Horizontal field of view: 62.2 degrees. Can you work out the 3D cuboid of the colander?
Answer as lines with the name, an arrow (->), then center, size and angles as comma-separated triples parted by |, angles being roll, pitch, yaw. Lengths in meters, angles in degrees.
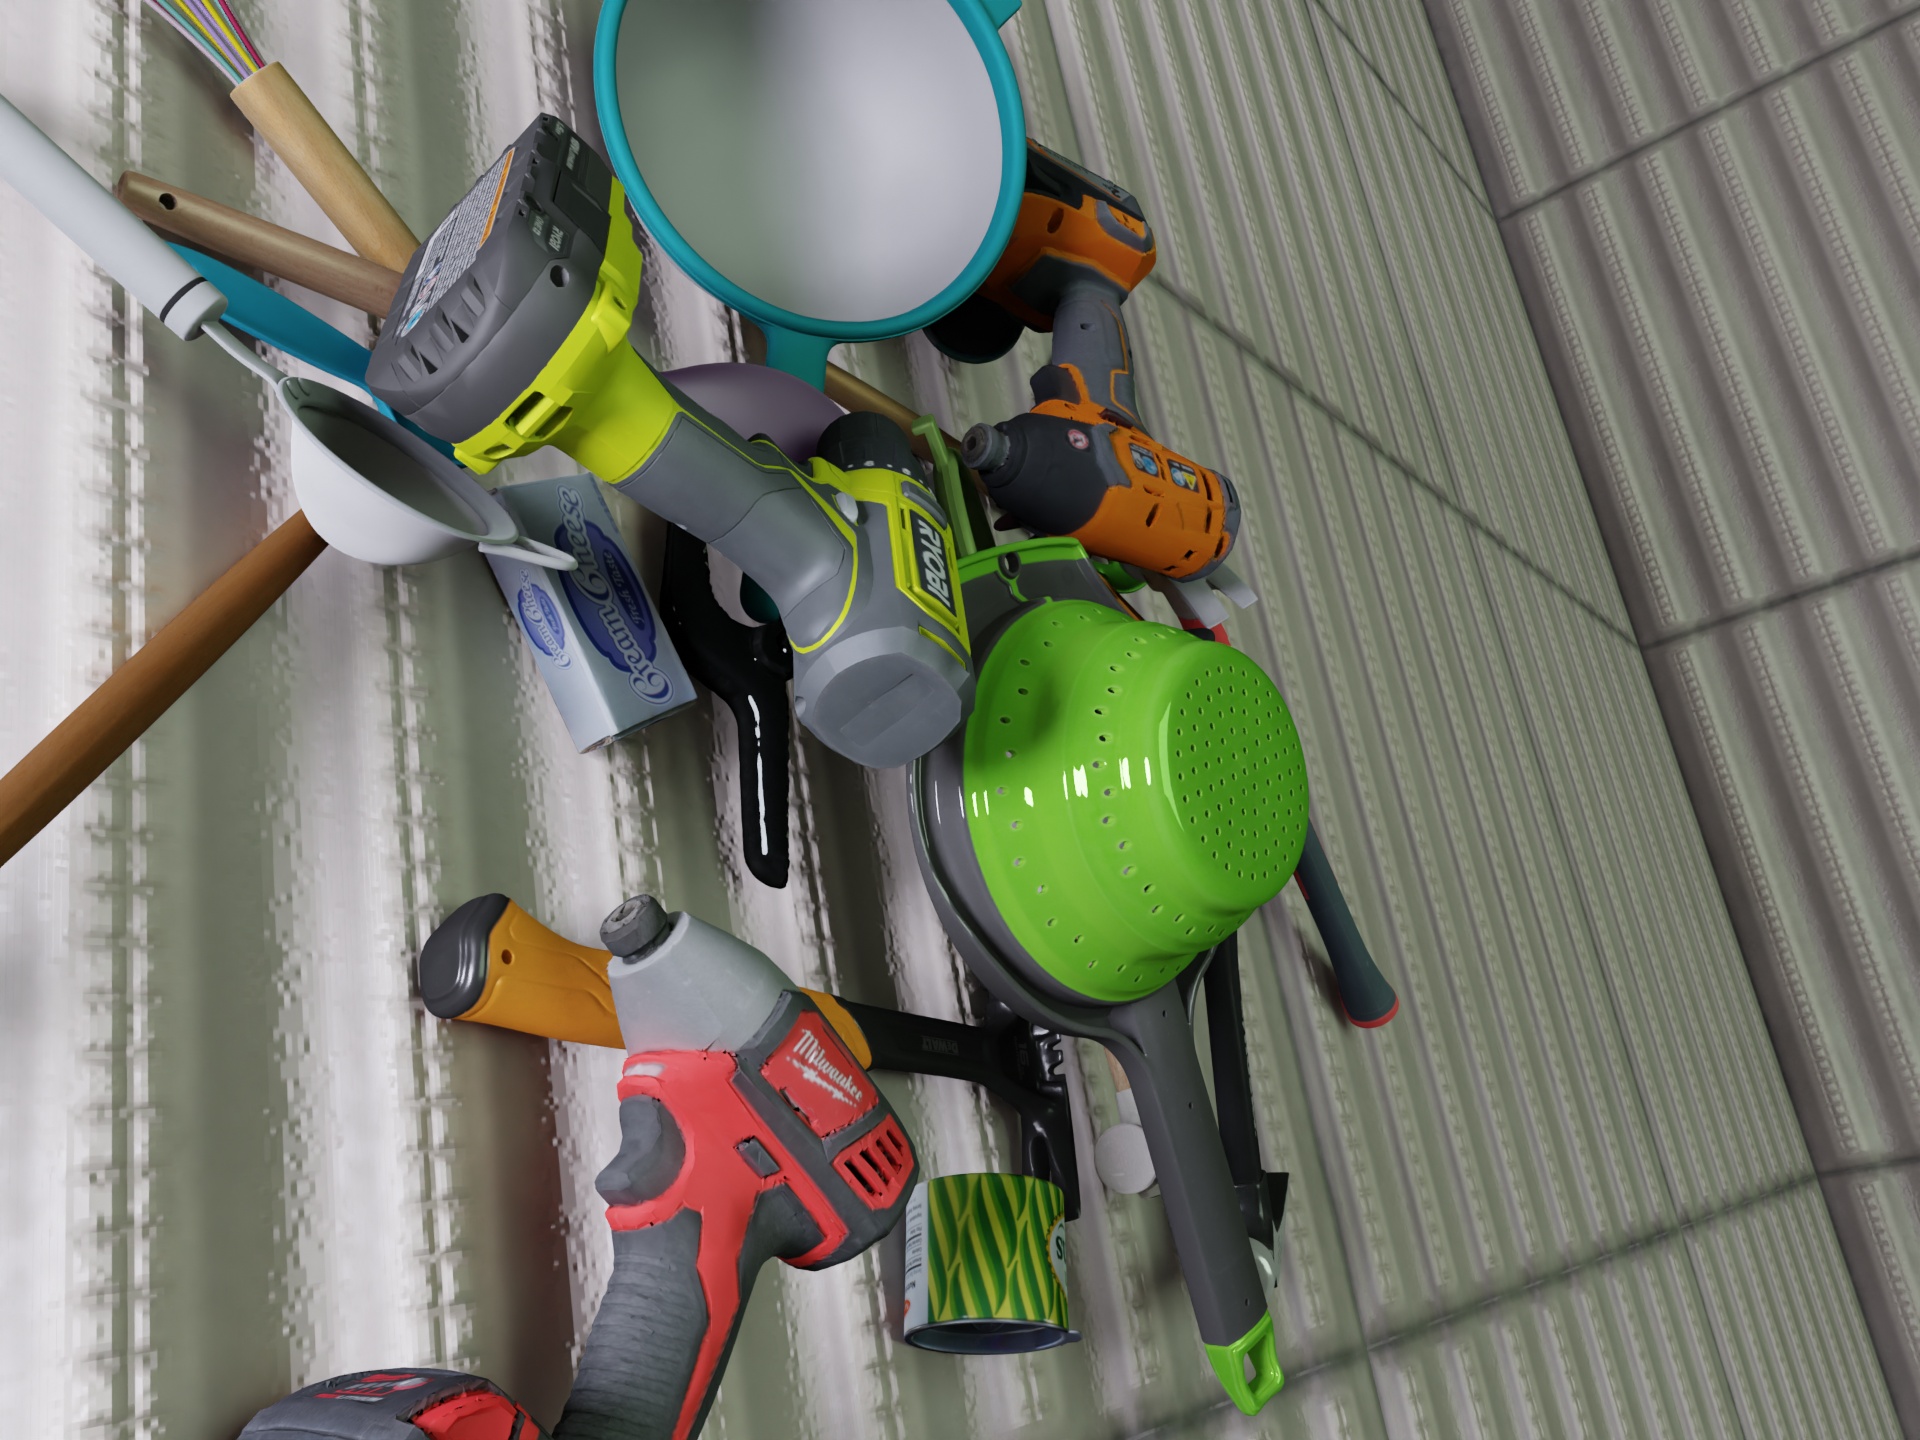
colander -> 0.103, 0.107, 0.674 | 0.204, 0.094, 0.397 | -19, 94, -47

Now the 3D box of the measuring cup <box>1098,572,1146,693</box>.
measuring cup -> 0.076, -0.041, 0.875 | 0.095, 0.052, 0.173 | 49, 11, 18

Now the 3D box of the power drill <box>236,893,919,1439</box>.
power drill -> -0.102, 0.162, 0.473 | 0.143, 0.078, 0.220 | 58, 40, -21

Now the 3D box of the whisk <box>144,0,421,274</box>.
whisk -> -0.261, -0.243, 0.551 | 0.244, 0.047, 0.051 | 54, 33, -26

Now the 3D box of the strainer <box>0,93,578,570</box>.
strainer -> -0.234, -0.121, 0.498 | 0.258, 0.050, 0.087 | 44, 8, -14

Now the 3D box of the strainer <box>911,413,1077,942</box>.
strainer -> -0.001, -0.002, 0.747 | 0.151, 0.069, 0.257 | 58, 19, -67

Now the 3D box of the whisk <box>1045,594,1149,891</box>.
whisk -> 0.085, 0.021, 0.825 | 0.055, 0.055, 0.238 | -75, 150, -45

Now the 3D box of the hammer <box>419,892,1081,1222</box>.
hammer -> -0.062, 0.129, 0.625 | 0.336, 0.034, 0.127 | 24, 51, -48

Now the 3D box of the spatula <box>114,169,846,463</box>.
spatula -> -0.158, -0.142, 0.619 | 0.315, 0.018, 0.060 | 15, 82, -41

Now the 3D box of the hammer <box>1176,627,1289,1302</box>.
hammer -> 0.135, 0.117, 0.828 | 0.146, 0.035, 0.335 | 11, 73, -75

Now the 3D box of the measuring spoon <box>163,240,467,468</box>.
measuring spoon -> -0.226, -0.126, 0.560 | 0.128, 0.021, 0.042 | 29, 50, -33

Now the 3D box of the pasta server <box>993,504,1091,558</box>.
pasta server -> 0.056, -0.162, 0.942 | 0.060, 0.040, 0.316 | 54, 21, -24

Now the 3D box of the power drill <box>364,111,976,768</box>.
power drill -> -0.088, -0.105, 0.585 | 0.228, 0.080, 0.191 | 38, 27, -32

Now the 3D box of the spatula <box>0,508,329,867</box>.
spatula -> -0.242, 0.018, 0.418 | 0.081, 0.041, 0.323 | 45, 36, -20

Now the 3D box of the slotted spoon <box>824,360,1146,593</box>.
slotted spoon -> 0.012, -0.142, 0.910 | 0.313, 0.031, 0.070 | 23, 52, -46

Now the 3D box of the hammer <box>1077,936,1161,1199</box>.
hammer -> 0.062, 0.078, 0.823 | 0.130, 0.031, 0.332 | 37, 36, -64

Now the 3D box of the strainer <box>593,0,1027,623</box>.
strainer -> -0.086, -0.212, 0.754 | 0.211, 0.095, 0.340 | 7, 86, -27

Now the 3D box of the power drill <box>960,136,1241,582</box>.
power drill -> 0.049, -0.186, 0.813 | 0.164, 0.084, 0.227 | 11, 56, -41

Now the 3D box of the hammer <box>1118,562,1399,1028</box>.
hammer -> 0.206, 0.056, 0.992 | 0.386, 0.038, 0.143 | 61, -2, -26

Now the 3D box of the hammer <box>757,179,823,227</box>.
hammer -> -0.056, -0.365, 0.939 | 0.128, 0.033, 0.331 | 50, 36, -28
